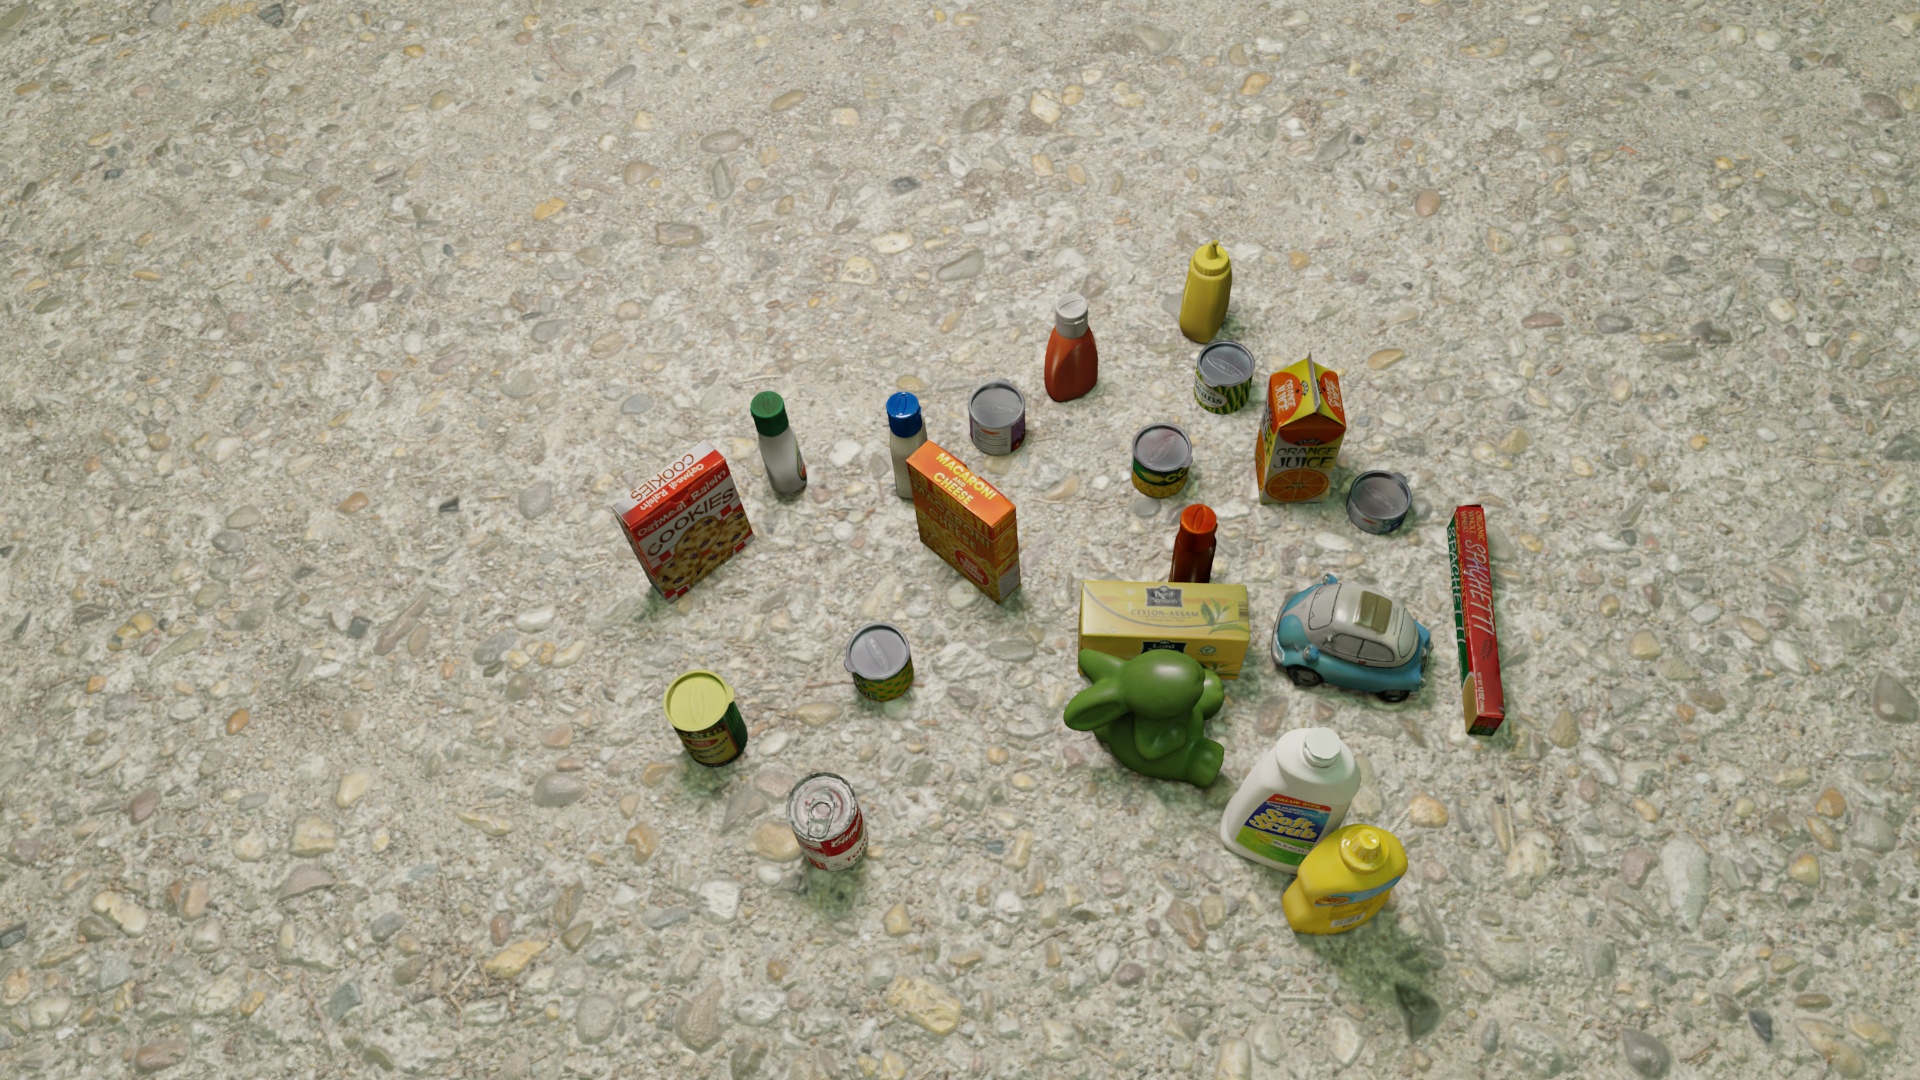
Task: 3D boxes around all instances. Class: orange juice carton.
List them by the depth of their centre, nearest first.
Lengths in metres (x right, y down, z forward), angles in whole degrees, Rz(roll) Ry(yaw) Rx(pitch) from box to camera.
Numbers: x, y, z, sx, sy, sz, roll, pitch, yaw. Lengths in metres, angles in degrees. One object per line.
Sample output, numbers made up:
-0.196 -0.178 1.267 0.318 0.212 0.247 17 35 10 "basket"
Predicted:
0.365 -0.119 1.491 0.073 0.191 0.072 -1 60 3 "orange juice carton"

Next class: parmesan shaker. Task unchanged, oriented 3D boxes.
-0.253 0.181 1.404 0.071 0.102 0.071 -2 59 3 "parmesan shaker"

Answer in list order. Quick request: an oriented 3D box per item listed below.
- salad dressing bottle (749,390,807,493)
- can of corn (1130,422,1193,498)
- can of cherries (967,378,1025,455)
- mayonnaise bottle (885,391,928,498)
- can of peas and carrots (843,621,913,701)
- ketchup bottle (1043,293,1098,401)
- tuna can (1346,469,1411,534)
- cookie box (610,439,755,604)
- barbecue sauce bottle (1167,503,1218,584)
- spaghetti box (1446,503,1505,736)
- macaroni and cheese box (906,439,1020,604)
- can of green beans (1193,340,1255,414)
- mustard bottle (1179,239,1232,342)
-0.203 -0.109 1.548 0.044 0.147 0.064 -12 60 -3 "salad dressing bottle"
0.227 -0.088 1.560 0.071 0.058 0.071 -2 59 3 "can of corn"
0.044 -0.142 1.604 0.071 0.058 0.072 -2 59 3 "can of cherries"
-0.058 -0.108 1.538 0.041 0.147 0.065 4 60 6 "mayonnaise bottle"
-0.085 0.129 1.450 0.071 0.058 0.071 -2 59 3 "can of peas and carrots"
0.127 -0.222 1.594 0.065 0.148 0.044 -25 61 -10 "ketchup bottle"
0.463 -0.044 1.533 0.071 0.032 0.071 -2 59 3 "tuna can"
-0.293 -0.018 1.488 0.123 0.166 0.040 -39 65 -18 "cookie box"
0.242 0.015 1.445 0.044 0.147 0.065 16 62 13 "barbecue sauce bottle"
0.535 0.079 1.445 0.029 0.050 0.251 3 60 6 "spaghetti box"
0.005 -0.018 1.470 0.124 0.165 0.040 39 69 23 "macaroni and cheese box"
0.306 -0.189 1.615 0.071 0.057 0.071 -2 59 3 "can of green beans"
0.289 -0.300 1.623 0.049 0.159 0.065 25 64 17 "mustard bottle"
